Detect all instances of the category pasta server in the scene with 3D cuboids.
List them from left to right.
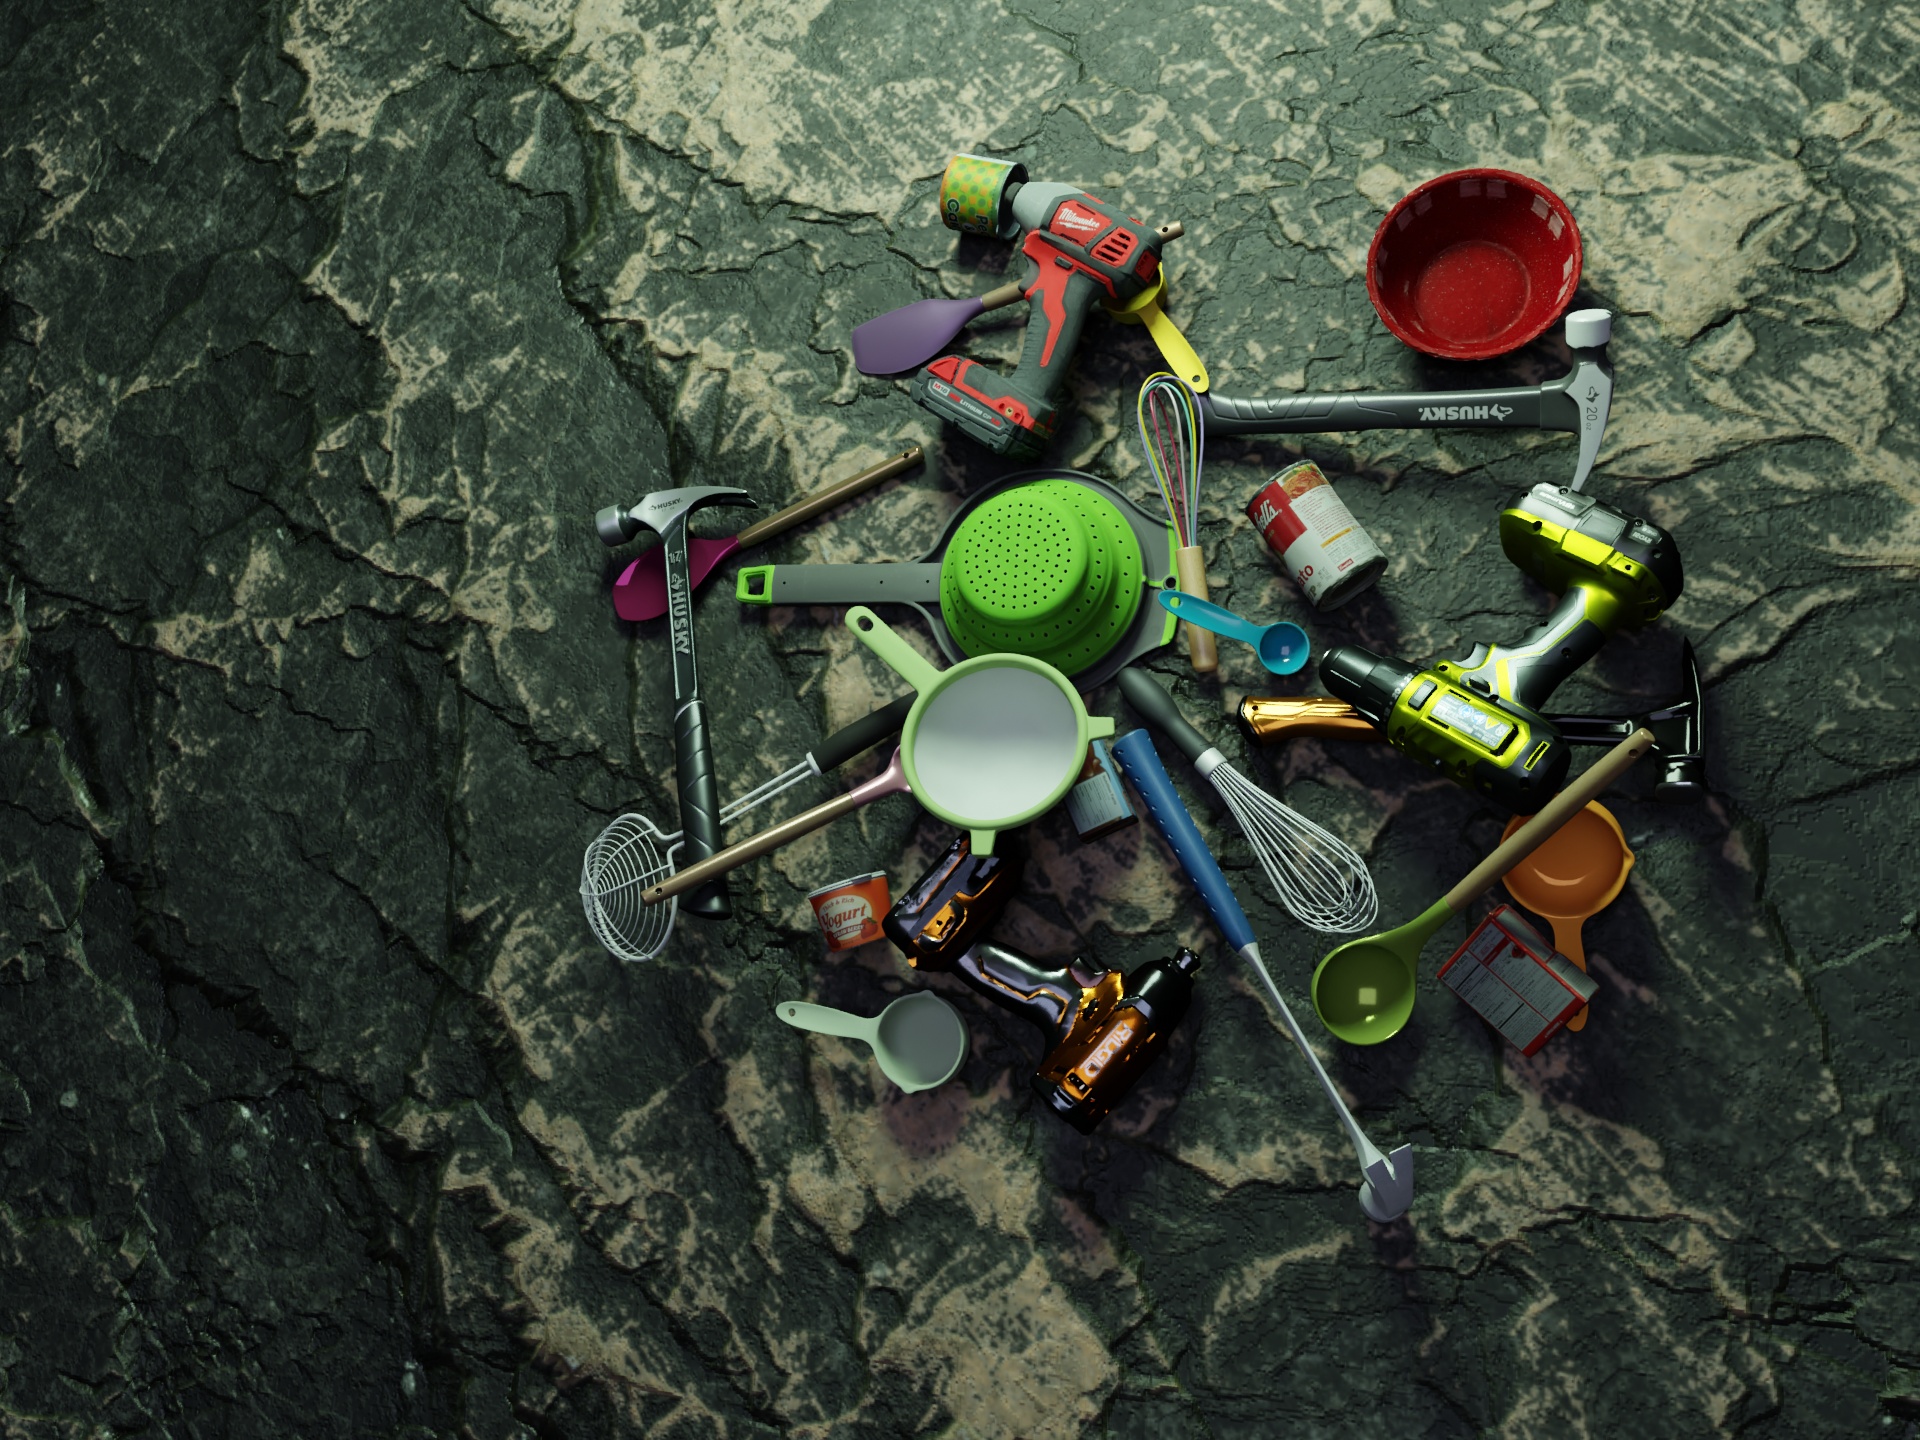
[{"bbox_3d":[-0.112,0.074,1.288,0.316,0.040,0.060,-25,74,-18],"label":"pasta server"}]

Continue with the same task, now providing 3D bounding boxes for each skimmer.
[{"bbox_3d":[-0.171,0.078,1.374,0.363,0.090,0.127,-30,63,-1],"label":"skimmer"}]

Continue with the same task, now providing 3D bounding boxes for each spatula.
[{"bbox_3d":[0.045,-0.370,1.385,0.316,0.018,0.060,-16,76,22],"label":"spatula"}]

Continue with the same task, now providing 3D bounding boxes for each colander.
[{"bbox_3d":[-0.019,-0.123,1.330,0.397,0.094,0.204,1,80,17],"label":"colander"}]

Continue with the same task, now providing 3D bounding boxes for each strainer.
[{"bbox_3d":[-0.002,-0.004,1.290,0.151,0.069,0.257,-44,61,-7],"label":"strainer"}]

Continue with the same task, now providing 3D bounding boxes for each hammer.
[{"bbox_3d":[-0.228,-0.024,1.359,0.149,0.036,0.409,-15,65,12],"label":"hammer"},{"bbox_3d":[0.221,0.178,1.191,0.035,0.144,0.406,-27,65,-2],"label":"hammer"},{"bbox_3d":[0.334,-0.238,1.252,0.335,0.035,0.146,3,117,27],"label":"hammer"},{"bbox_3d":[0.378,-0.004,1.203,0.337,0.034,0.127,2,58,22],"label":"hammer"}]

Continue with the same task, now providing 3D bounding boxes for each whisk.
[{"bbox_3d":[0.177,-0.160,1.286,0.051,0.047,0.245,-9,89,33],"label":"whisk"},{"bbox_3d":[0.219,0.056,1.245,0.070,0.070,0.285,-43,65,5],"label":"whisk"}]

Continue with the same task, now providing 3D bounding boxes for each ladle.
[{"bbox_3d":[0.363,0.120,1.114,0.078,0.062,0.320,35,124,-4],"label":"ladle"}]

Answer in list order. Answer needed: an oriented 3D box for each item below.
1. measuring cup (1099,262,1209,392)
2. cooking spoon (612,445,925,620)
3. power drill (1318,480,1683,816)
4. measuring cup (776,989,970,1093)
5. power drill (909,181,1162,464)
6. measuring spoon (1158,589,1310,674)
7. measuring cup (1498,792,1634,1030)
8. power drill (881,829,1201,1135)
[{"bbox_3d":[0.170,-0.326,1.335,0.062,0.029,0.157,-33,63,10],"label":"measuring cup"},{"bbox_3d":[-0.175,-0.171,1.430,0.319,0.017,0.069,-25,65,12],"label":"cooking spoon"},{"bbox_3d":[0.395,-0.061,1.166,0.191,0.080,0.228,34,78,34],"label":"power drill"},{"bbox_3d":[-0.071,0.254,1.304,0.167,0.038,0.083,8,82,21],"label":"measuring cup"},{"bbox_3d":[0.057,-0.339,1.333,0.143,0.078,0.219,35,102,17],"label":"power drill"},{"bbox_3d":[0.216,-0.074,1.269,0.128,0.021,0.042,24,89,2],"label":"measuring spoon"},{"bbox_3d":[0.444,0.137,1.163,0.095,0.052,0.173,-4,100,22],"label":"measuring cup"},{"bbox_3d":[0.068,0.188,1.249,0.227,0.084,0.164,41,84,16],"label":"power drill"}]
